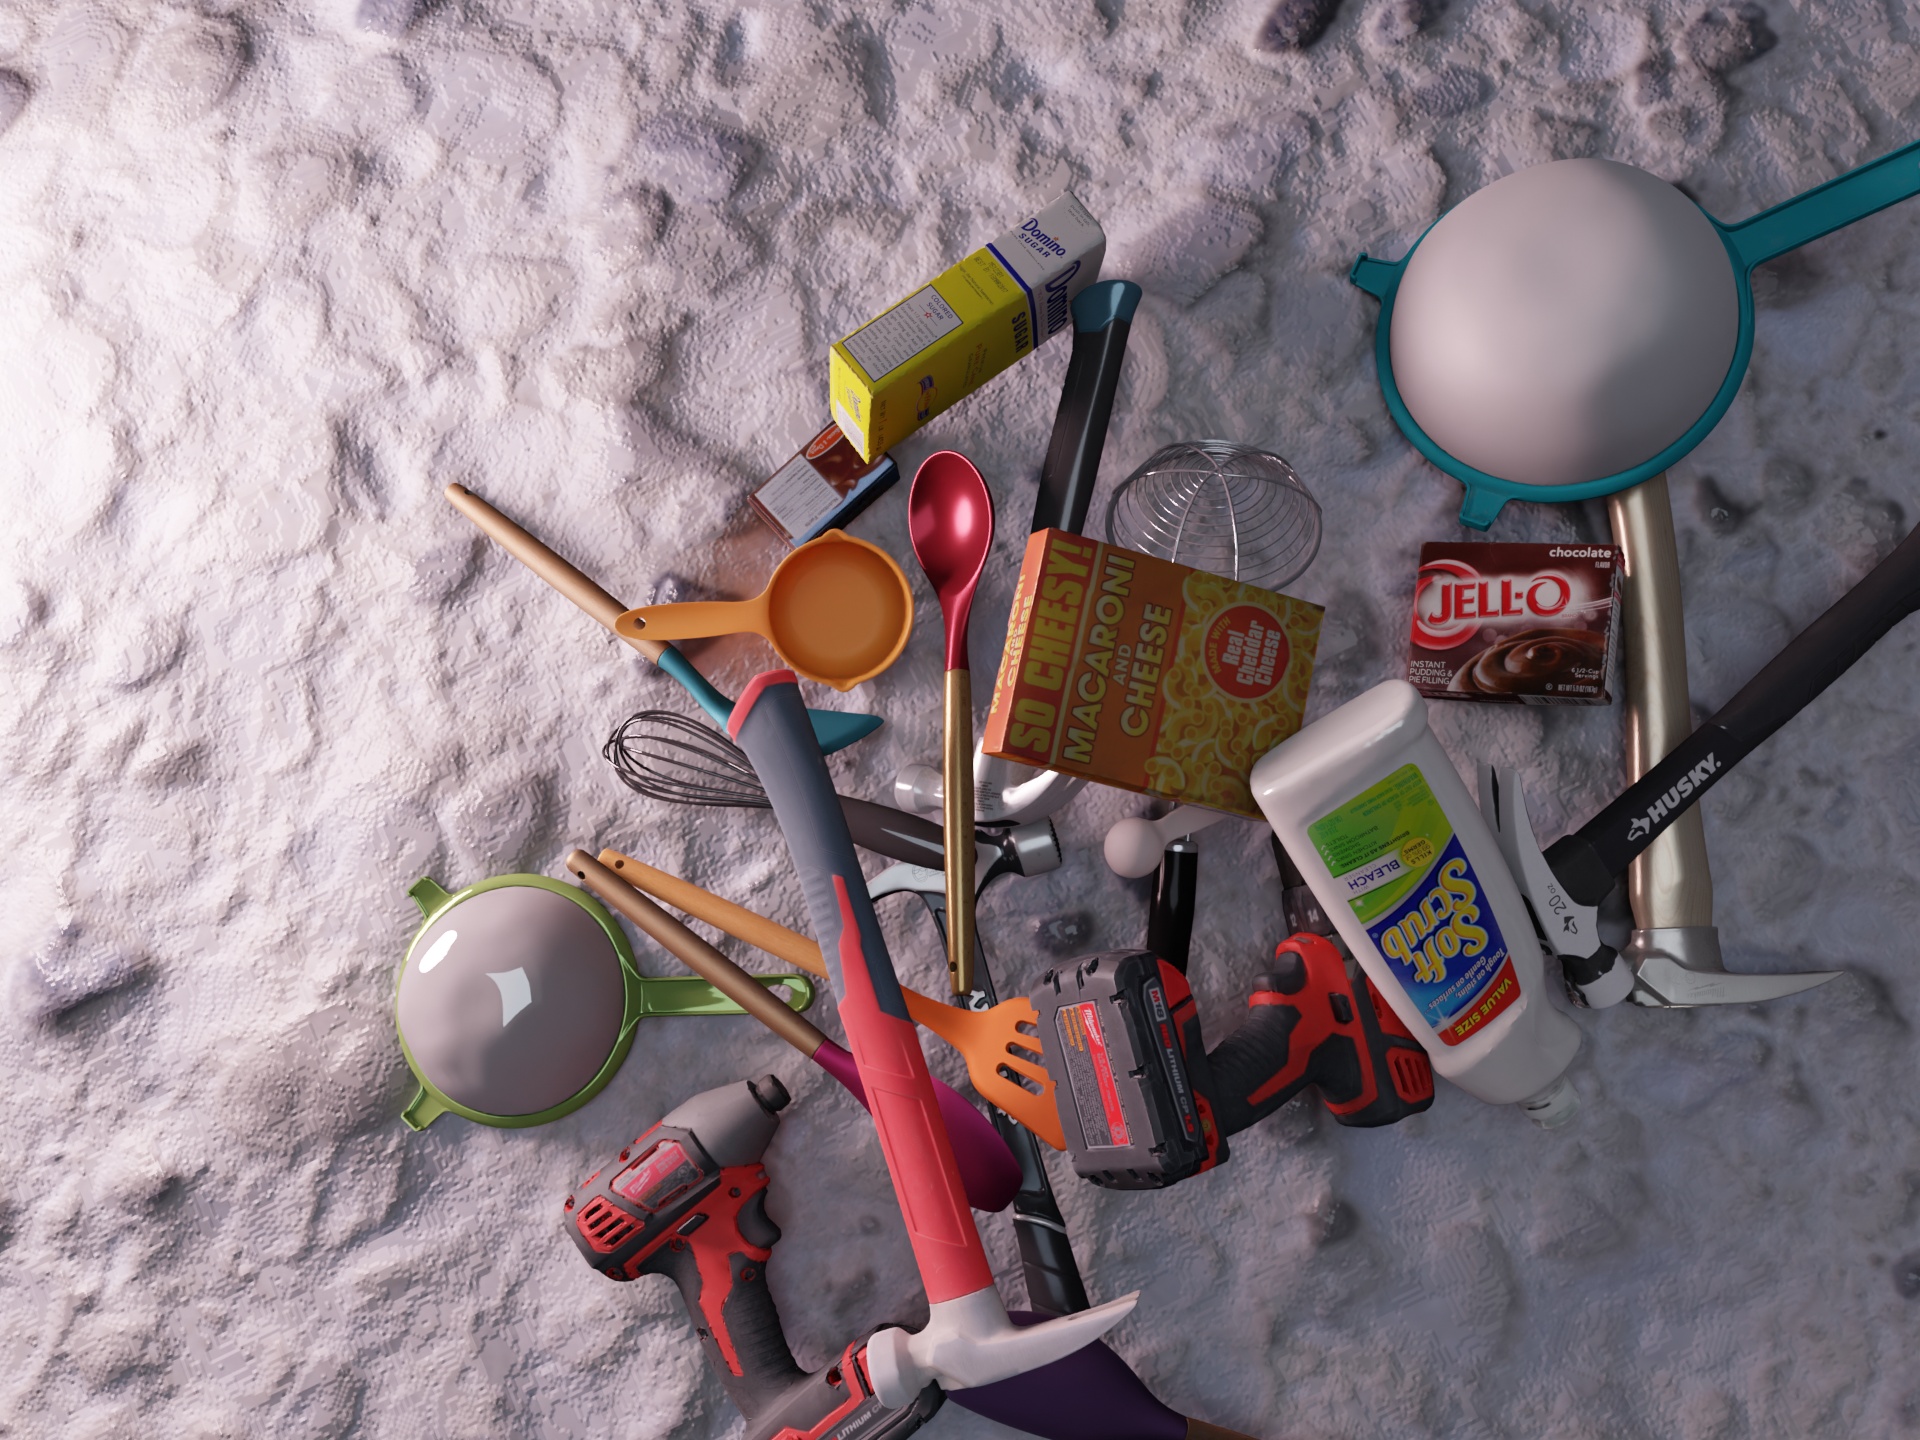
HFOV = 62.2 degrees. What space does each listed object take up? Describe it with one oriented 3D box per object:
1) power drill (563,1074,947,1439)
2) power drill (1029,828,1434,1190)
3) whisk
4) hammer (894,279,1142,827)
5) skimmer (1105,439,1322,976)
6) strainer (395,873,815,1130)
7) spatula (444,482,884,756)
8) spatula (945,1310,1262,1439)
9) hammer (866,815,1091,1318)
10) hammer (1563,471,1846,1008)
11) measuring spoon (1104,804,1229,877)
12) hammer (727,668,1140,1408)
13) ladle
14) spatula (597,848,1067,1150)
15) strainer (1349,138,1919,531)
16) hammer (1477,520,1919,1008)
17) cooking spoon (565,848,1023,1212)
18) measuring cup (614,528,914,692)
[{"bbox_3d":[-0.107,0.314,0.893,0.143,0.078,0.220,-39,78,-3],"label":"power drill"},{"bbox_3d":[0.152,0.142,0.856,0.226,0.080,0.188,-8,79,-35],"label":"power drill"},{"bbox_3d":[-0.101,0.045,0.935,0.239,0.055,0.055,18,83,12],"label":"whisk"},{"bbox_3d":[0.052,-0.099,0.931,0.128,0.033,0.331,8,82,37],"label":"hammer"},{"bbox_3d":[0.137,0.011,0.944,0.127,0.090,0.363,6,92,9],"label":"skimmer"},{"bbox_3d":[-0.216,0.162,0.924,0.256,0.069,0.151,-2,81,5],"label":"strainer"},{"bbox_3d":[-0.194,-0.063,0.969,0.317,0.082,0.044,36,118,12],"label":"spatula"},{"bbox_3d":[0.143,0.388,0.857,0.316,0.018,0.060,22,73,-6],"label":"spatula"},{"bbox_3d":[0.034,0.266,0.900,0.149,0.036,0.409,-16,78,3],"label":"hammer"},{"bbox_3d":[0.415,-0.041,0.930,0.146,0.038,0.411,-2,81,2],"label":"hammer"},{"bbox_3d":[0.138,0.052,0.891,0.124,0.018,0.034,-27,99,-10],"label":"measuring spoon"},{"bbox_3d":[-0.031,0.151,0.846,0.143,0.038,0.386,-20,80,7],"label":"hammer"},{"bbox_3d":[-0.001,-0.003,0.906,0.069,0.031,0.316,-16,69,45],"label":"ladle"},{"bbox_3d":[-0.067,0.140,0.897,0.323,0.041,0.081,23,74,12],"label":"spatula"},{"bbox_3d":[0.399,-0.262,0.893,0.340,0.095,0.211,-23,73,15],"label":"strainer"},{"bbox_3d":[0.426,-0.002,0.873,0.335,0.035,0.146,-39,104,-9],"label":"hammer"},{"bbox_3d":[-0.099,0.169,0.893,0.319,0.017,0.068,35,125,12],"label":"cooking spoon"},{"bbox_3d":[-0.116,-0.063,0.946,0.173,0.052,0.095,-4,96,-6],"label":"measuring cup"}]
